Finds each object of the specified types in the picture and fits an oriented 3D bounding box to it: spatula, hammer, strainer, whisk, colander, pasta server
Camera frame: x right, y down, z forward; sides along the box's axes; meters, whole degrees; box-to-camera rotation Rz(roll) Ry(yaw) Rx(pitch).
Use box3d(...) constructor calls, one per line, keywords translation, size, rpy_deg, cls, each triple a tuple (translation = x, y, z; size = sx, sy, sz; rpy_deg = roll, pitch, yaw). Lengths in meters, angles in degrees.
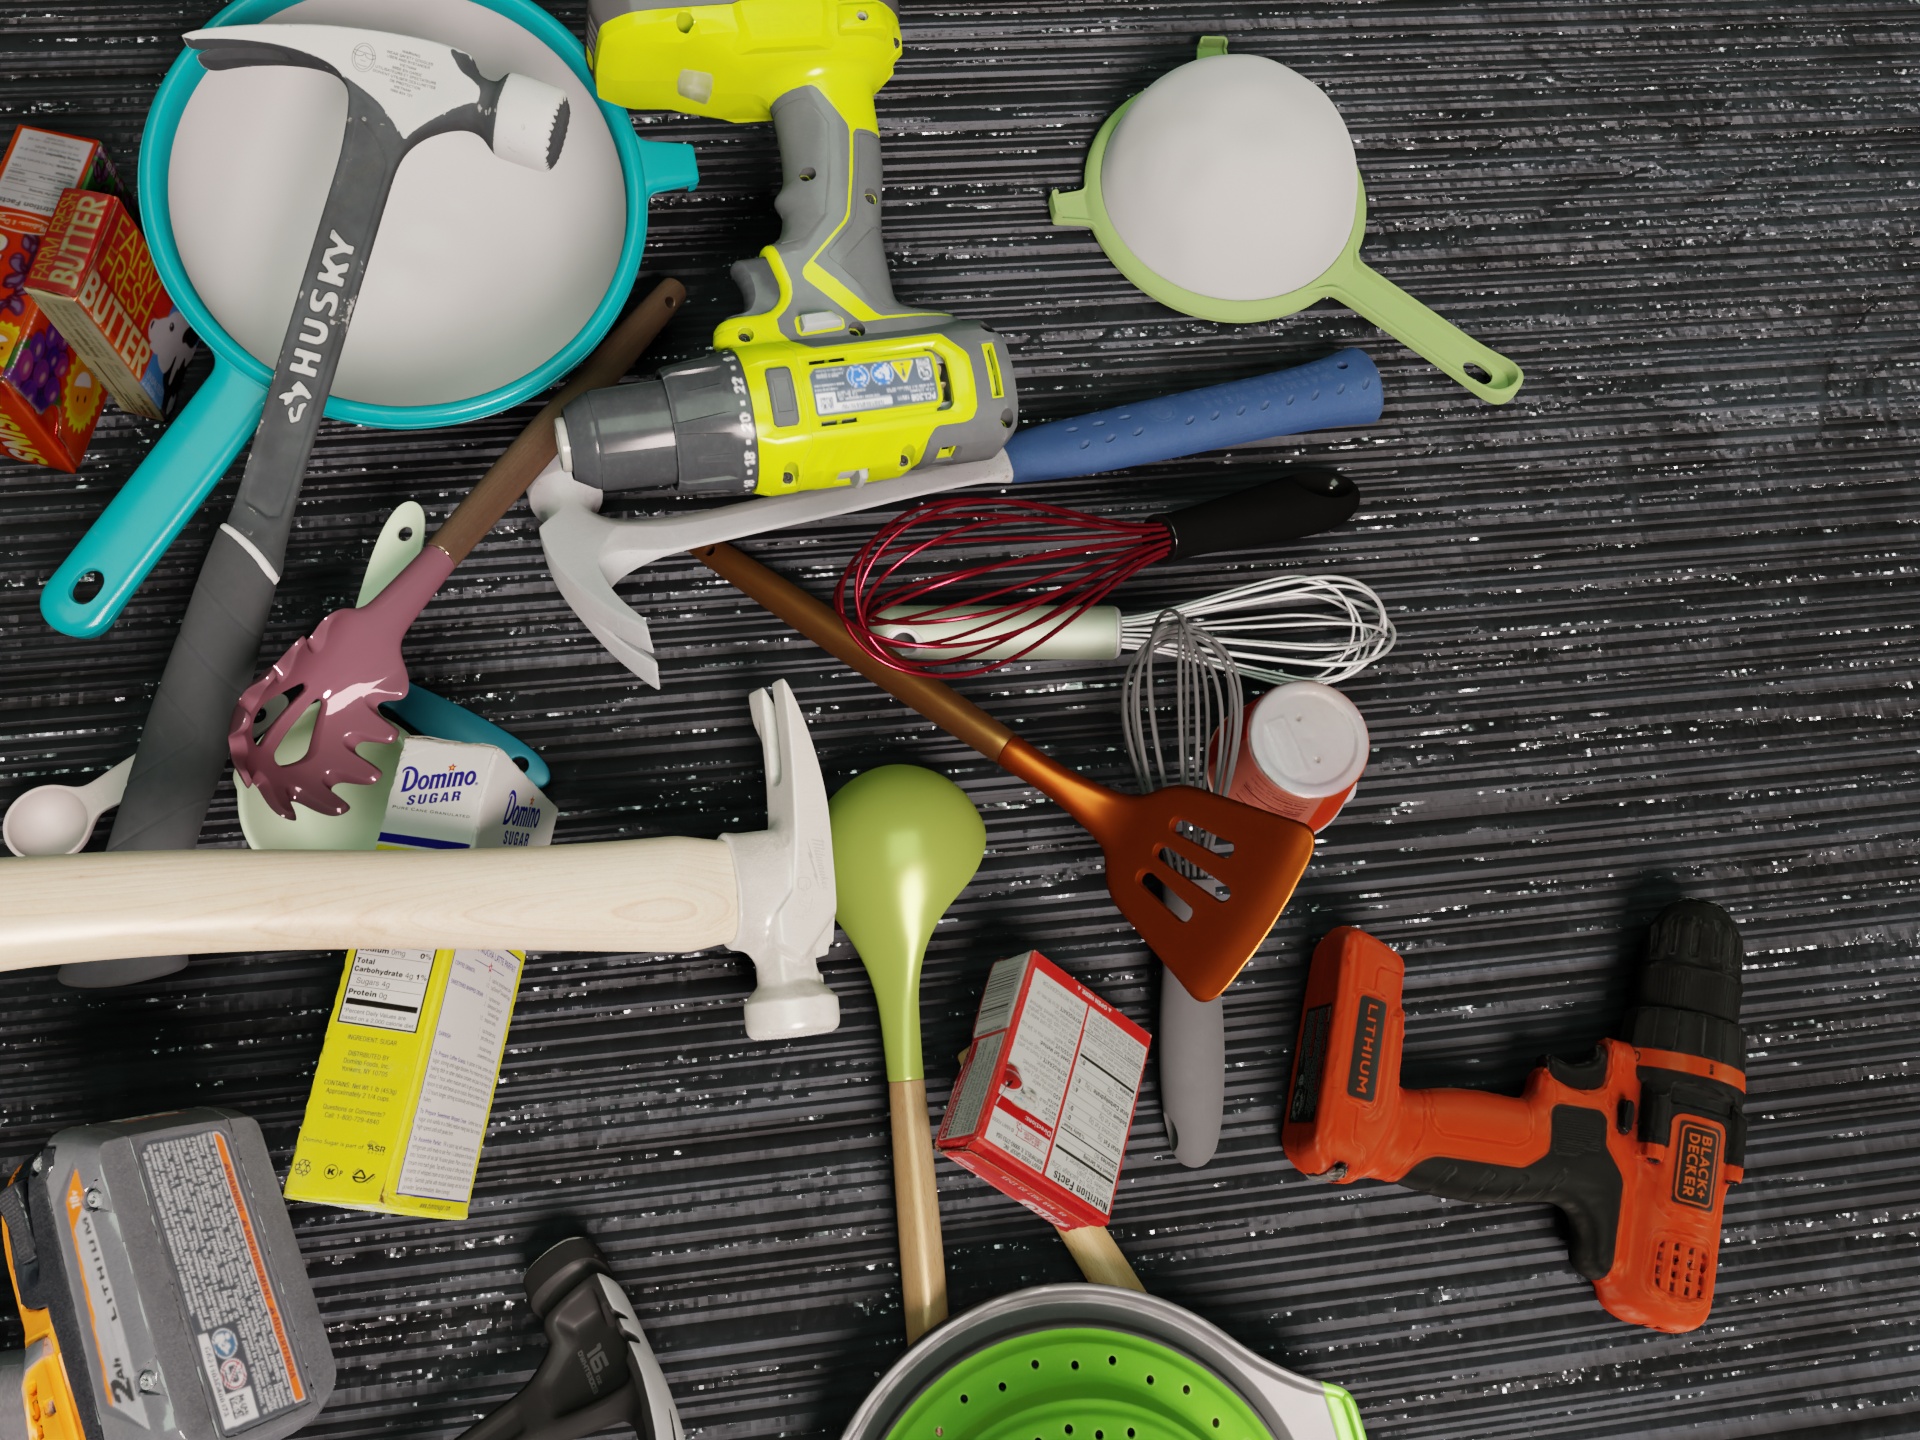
box3d(translation=(-0.001, -0.002, 0.682), size=(0.323, 0.041, 0.081), rpy_deg=(34, 93, 20), cls="spatula")
box3d(translation=(-0.289, -0.089, 0.647), size=(0.149, 0.036, 0.409), rpy_deg=(16, 86, -8), cls="hammer")
box3d(translation=(0.182, -0.251, 0.799), size=(0.256, 0.069, 0.151), rpy_deg=(38, 72, 9), cls="strainer")
box3d(translation=(0.096, 0.070, 0.685), size=(0.055, 0.055, 0.239), rpy_deg=(0, 85, -6), cls="whisk")
box3d(translation=(-0.227, 0.053, 0.547), size=(0.410, 0.038, 0.146), rpy_deg=(1, 77, -35), cls="hammer")
box3d(translation=(-0.036, 0.321, 0.558), size=(0.397, 0.094, 0.205), rpy_deg=(-7, 78, -2), cls="colander")
box3d(translation=(-0.200, -0.088, 0.675), size=(0.040, 0.060, 0.316), rpy_deg=(2, 49, 40), cls="pasta server")
box3d(translation=(0.073, -0.077, 0.702), size=(0.295, 0.073, 0.073), rpy_deg=(-16, 73, -32), cls="whisk")
box3d(translation=(-0.285, -0.174, 0.719), size=(0.211, 0.095, 0.340), rpy_deg=(34, 81, -6), cls="strainer")
box3d(translation=(0.080, -0.042, 0.737), size=(0.246, 0.057, 0.059), rpy_deg=(0, 38, -2), cls="whisk")
box3d(translation=(-0.252, 0.330, 0.562), size=(0.337, 0.034, 0.127), rpy_deg=(-34, 41, -11), cls="hammer")
box3d(translation=(0.012, -0.114, 0.738), size=(0.405, 0.035, 0.144), rpy_deg=(-14, 47, -14), cls="hammer")

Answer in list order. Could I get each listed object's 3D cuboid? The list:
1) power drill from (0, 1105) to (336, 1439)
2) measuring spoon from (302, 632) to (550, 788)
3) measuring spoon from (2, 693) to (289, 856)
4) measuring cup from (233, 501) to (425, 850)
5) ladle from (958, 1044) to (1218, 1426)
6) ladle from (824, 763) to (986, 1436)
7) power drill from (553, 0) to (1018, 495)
box3d(translation=(-0.343, 0.218, 0.554), size=(0.226, 0.084, 0.164), rpy_deg=(-29, 75, 15), cls="power drill")
box3d(translation=(-0.237, -0.006, 0.702), size=(0.128, 0.021, 0.042), rpy_deg=(29, 72, 6), cls="measuring spoon")
box3d(translation=(-0.349, 0.023, 0.689), size=(0.124, 0.018, 0.034), rpy_deg=(-33, 77, -21), cls="measuring spoon")
box3d(translation=(-0.252, -0.011, 0.683), size=(0.083, 0.038, 0.168), rpy_deg=(11, 79, 6), cls="measuring cup")
box3d(translation=(0.087, 0.268, 0.642), size=(0.069, 0.031, 0.315), rpy_deg=(-30, 75, -13), cls="ladle")
box3d(translation=(-0.016, 0.175, 0.659), size=(0.078, 0.062, 0.320), rpy_deg=(-8, 79, 15), cls="ladle")
box3d(translation=(-0.089, -0.207, 0.678), size=(0.190, 0.080, 0.228), rpy_deg=(-10, 86, -16), cls="power drill")
